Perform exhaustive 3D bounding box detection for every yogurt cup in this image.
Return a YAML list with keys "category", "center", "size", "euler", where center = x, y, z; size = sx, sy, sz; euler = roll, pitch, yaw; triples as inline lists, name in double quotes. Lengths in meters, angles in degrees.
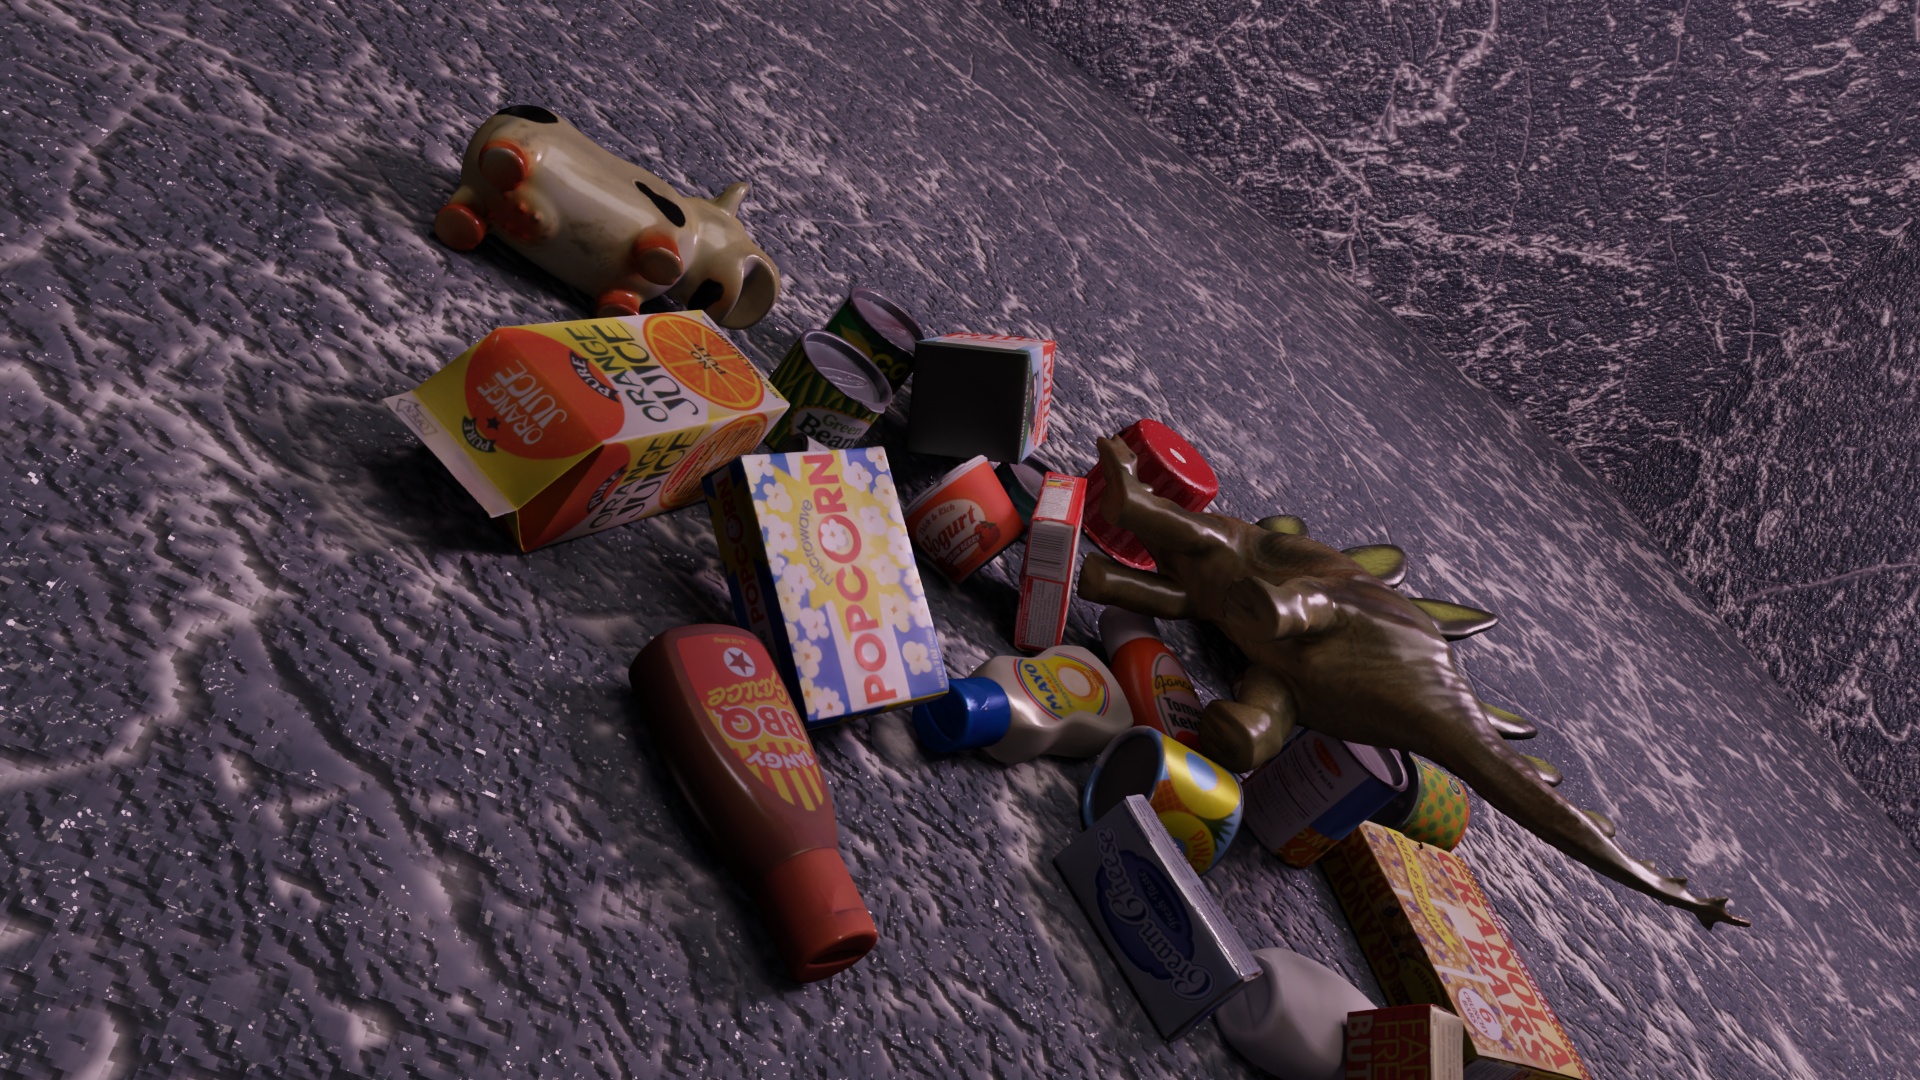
- category: "yogurt cup"
  center: [0.003, -0.010, 0.834]
  size: [0.054, 0.072, 0.072]
  euler: [53, 26, 4]

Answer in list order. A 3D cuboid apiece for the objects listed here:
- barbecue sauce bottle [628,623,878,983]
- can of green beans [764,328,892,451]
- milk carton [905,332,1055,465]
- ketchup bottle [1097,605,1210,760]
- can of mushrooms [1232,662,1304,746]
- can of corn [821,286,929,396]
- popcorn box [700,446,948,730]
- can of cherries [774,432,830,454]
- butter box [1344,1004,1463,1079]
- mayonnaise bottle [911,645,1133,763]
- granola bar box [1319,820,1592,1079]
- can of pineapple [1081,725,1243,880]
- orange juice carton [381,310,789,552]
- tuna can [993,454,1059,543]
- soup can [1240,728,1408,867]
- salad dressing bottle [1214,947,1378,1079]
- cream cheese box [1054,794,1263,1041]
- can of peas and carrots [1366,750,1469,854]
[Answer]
- category: "barbecue sauce bottle"
  center: [-0.080, 0.103, 0.557]
  size: [0.065, 0.043, 0.149]
  euler: [11, 39, -49]
- category: "can of green beans"
  center: [-0.084, -0.083, 0.830]
  size: [0.071, 0.057, 0.071]
  euler: [33, 26, -18]
- category: "milk carton"
  center: [0.021, -0.101, 0.940]
  size: [0.073, 0.072, 0.191]
  euler: [7, 12, 9]
- category: "ketchup bottle"
  center: [0.119, 0.098, 0.847]
  size: [0.064, 0.043, 0.149]
  euler: [26, 29, -29]
- category: "can of mushrooms"
  center: [0.227, 0.111, 0.991]
  size: [0.071, 0.033, 0.071]
  euler: [32, 27, -19]
- category: "can of corn"
  center: [-0.061, -0.124, 0.927]
  size: [0.071, 0.058, 0.071]
  euler: [33, 26, -18]
- category: "popcorn box"
  center: [-0.062, 0.022, 0.647]
  size: [0.085, 0.038, 0.127]
  euler: [-7, 77, -42]
- category: "can of cherries"
  center: [-0.076, -0.011, 0.724]
  size: [0.058, 0.071, 0.072]
  euler: [31, 27, -24]
- category: "butter box"
  center: [0.204, 0.269, 0.638]
  size: [0.024, 0.053, 0.104]
  euler: [28, 55, -26]
- category: "mayonnaise bottle"
  center: [0.034, 0.089, 0.742]
  size: [0.148, 0.041, 0.065]
  euler: [3, 47, -54]
- category: "granola bar box"
  center: [0.301, 0.258, 0.854]
  size: [0.124, 0.039, 0.166]
  euler: [24, 30, -33]
- category: "can of pineapple"
  center: [0.106, 0.140, 0.735]
  size: [0.058, 0.070, 0.071]
  euler: [31, 27, -22]
- category: "orange juice carton"
  center: [-0.170, -0.052, 0.642]
  size: [0.072, 0.072, 0.193]
  euler: [47, 26, 9]
- category: "tuna can"
  center: [0.047, -0.031, 0.961]
  size: [0.071, 0.032, 0.071]
  euler: [33, 26, -19]
- category: "soup can"
  center: [0.225, 0.153, 0.862]
  size: [0.071, 0.083, 0.072]
  euler: [33, 27, -19]
- category: "salad dressing bottle"
  center: [0.195, 0.253, 0.710]
  size: [0.147, 0.043, 0.064]
  euler: [29, 33, -28]
- category: "cream cheese box"
  center: [0.094, 0.180, 0.669]
  size: [0.024, 0.053, 0.104]
  euler: [10, 40, -52]
- category: "can of peas and carrots"
  center: [0.304, 0.178, 0.950]
  size: [0.058, 0.070, 0.071]
  euler: [28, 28, -29]
